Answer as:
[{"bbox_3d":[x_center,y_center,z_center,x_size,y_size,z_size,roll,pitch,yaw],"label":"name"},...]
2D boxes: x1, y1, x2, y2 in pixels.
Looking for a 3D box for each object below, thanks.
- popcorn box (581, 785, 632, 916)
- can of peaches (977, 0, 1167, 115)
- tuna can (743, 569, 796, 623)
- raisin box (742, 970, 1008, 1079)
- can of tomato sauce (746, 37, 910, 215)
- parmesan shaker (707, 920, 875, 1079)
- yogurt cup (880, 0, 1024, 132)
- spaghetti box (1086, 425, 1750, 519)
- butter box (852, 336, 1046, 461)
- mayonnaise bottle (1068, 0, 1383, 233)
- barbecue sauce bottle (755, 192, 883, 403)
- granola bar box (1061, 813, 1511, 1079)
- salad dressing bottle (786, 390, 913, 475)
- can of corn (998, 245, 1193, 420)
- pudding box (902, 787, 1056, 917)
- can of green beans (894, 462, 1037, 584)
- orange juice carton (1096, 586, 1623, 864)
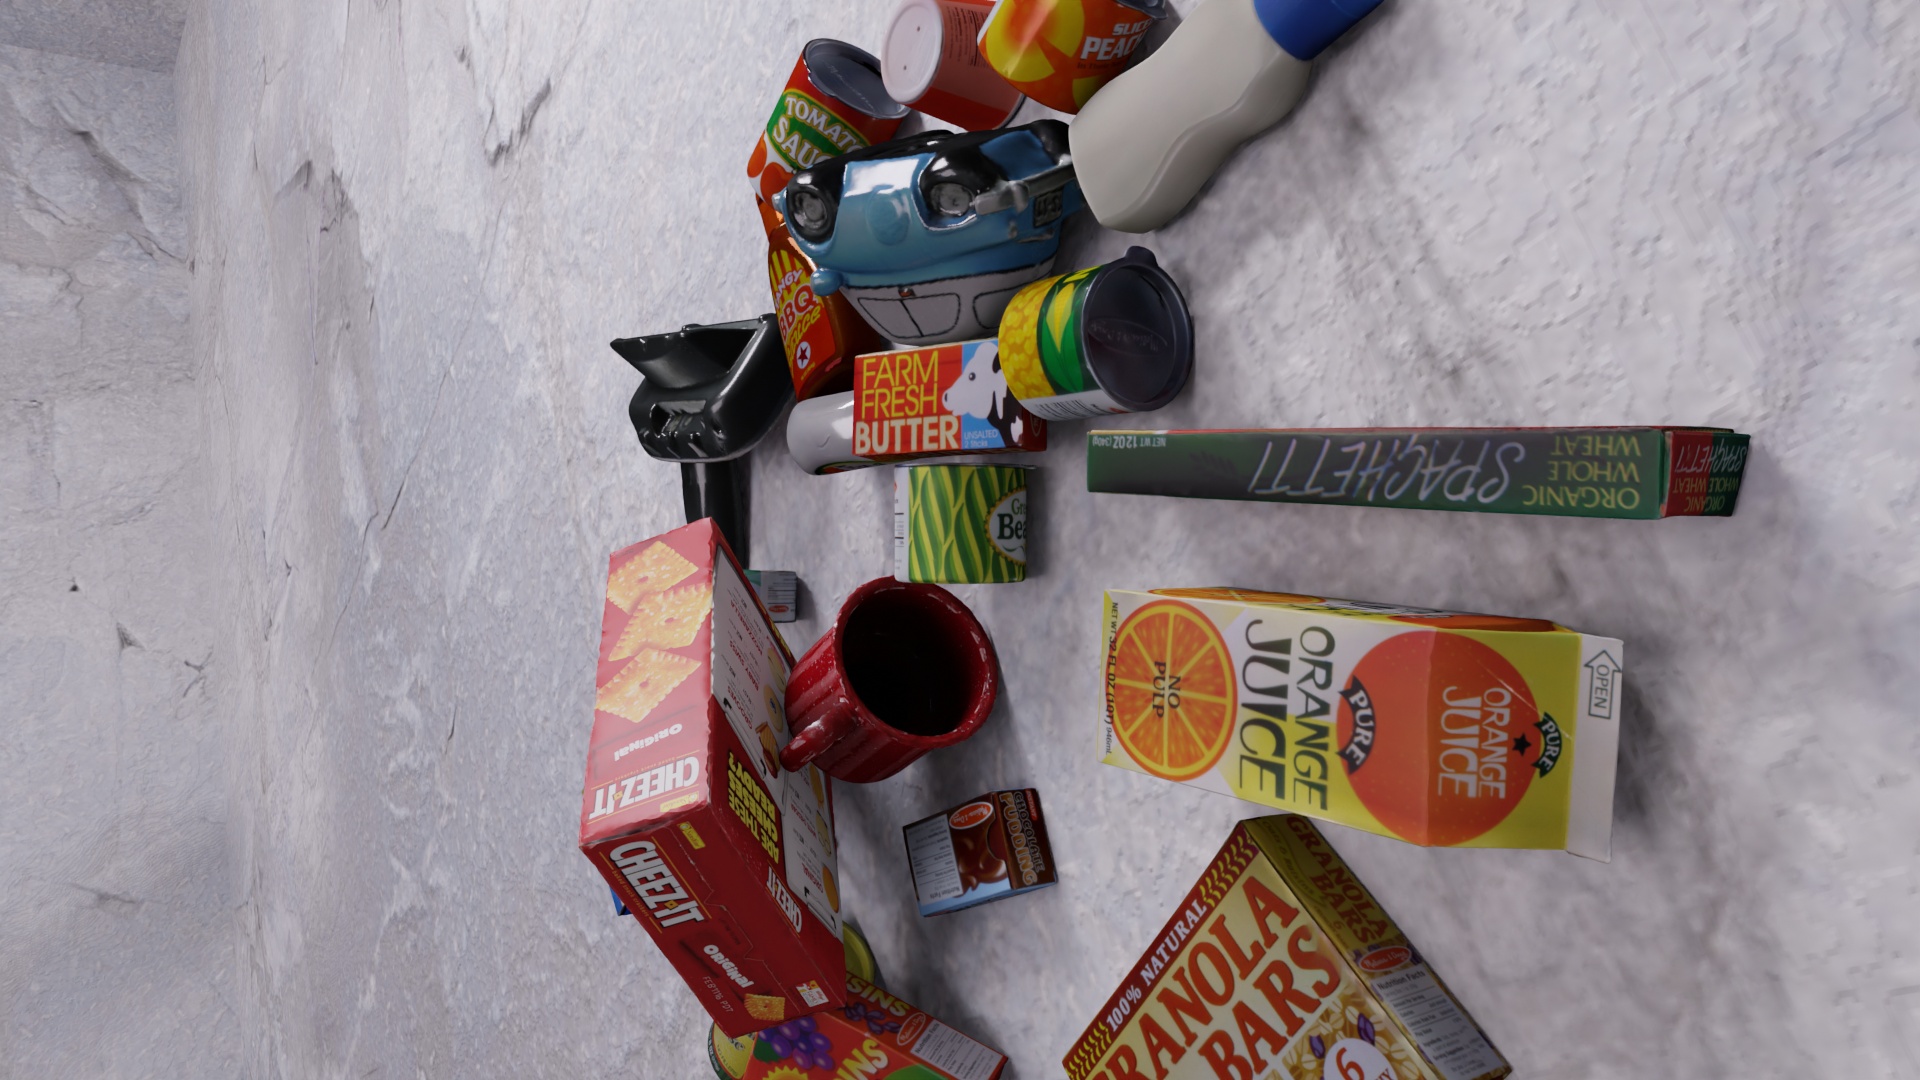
[{"bbox_3d":[-0.150,0.166,0.828,0.038,0.127,0.085,-58,47,40],"label":"popcorn box"},{"bbox_3d":[0.051,-0.234,0.628,0.057,0.071,0.071,-54,50,37],"label":"can of peaches"},{"bbox_3d":[-0.137,0.034,0.861,0.071,0.071,0.033,-1,87,52],"label":"tuna can"},{"bbox_3d":[-0.047,0.279,0.719,0.123,0.040,0.085,23,111,16],"label":"raisin box"},{"bbox_3d":[-0.077,-0.229,0.788,0.082,0.071,0.071,-51,52,39],"label":"can of tomato sauce"},{"bbox_3d":[-0.100,0.275,0.809,0.102,0.071,0.071,-58,48,34],"label":"parmesan shaker"},{"bbox_3d":[-0.004,-0.245,0.707,0.072,0.054,0.072,1,91,52],"label":"yogurt cup"},{"bbox_3d":[0.148,-0.027,0.510,0.250,0.050,0.028,5,96,52],"label":"spaghetti box"},{"bbox_3d":[-0.006,-0.067,0.666,0.103,0.024,0.053,-2,86,36],"label":"butter box"},{"bbox_3d":[0.107,-0.190,0.574,0.147,0.041,0.065,-33,65,46],"label":"mayonnaise bottle"},{"bbox_3d":[-0.087,-0.150,0.821,0.064,0.044,0.149,-43,57,45],"label":"barbecue sauce bottle"},{"bbox_3d":[0.118,0.210,0.553,0.124,0.039,0.164,54,129,38],"label":"granola bar box"},{"bbox_3d":[-0.030,-0.063,0.735,0.147,0.064,0.044,-5,98,45],"label":"salad dressing bottle"},{"bbox_3d":[0.059,-0.090,0.613,0.058,0.071,0.071,-2,88,53],"label":"can of corn"},{"bbox_3d":[0.008,0.159,0.703,0.083,0.030,0.050,-33,63,47],"label":"pudding box"},{"bbox_3d":[0.000,-0.009,0.687,0.071,0.071,0.058,1,91,52],"label":"can of green beans"},{"bbox_3d":[0.141,0.059,0.498,0.192,0.073,0.071,5,93,52],"label":"orange juice carton"}]
